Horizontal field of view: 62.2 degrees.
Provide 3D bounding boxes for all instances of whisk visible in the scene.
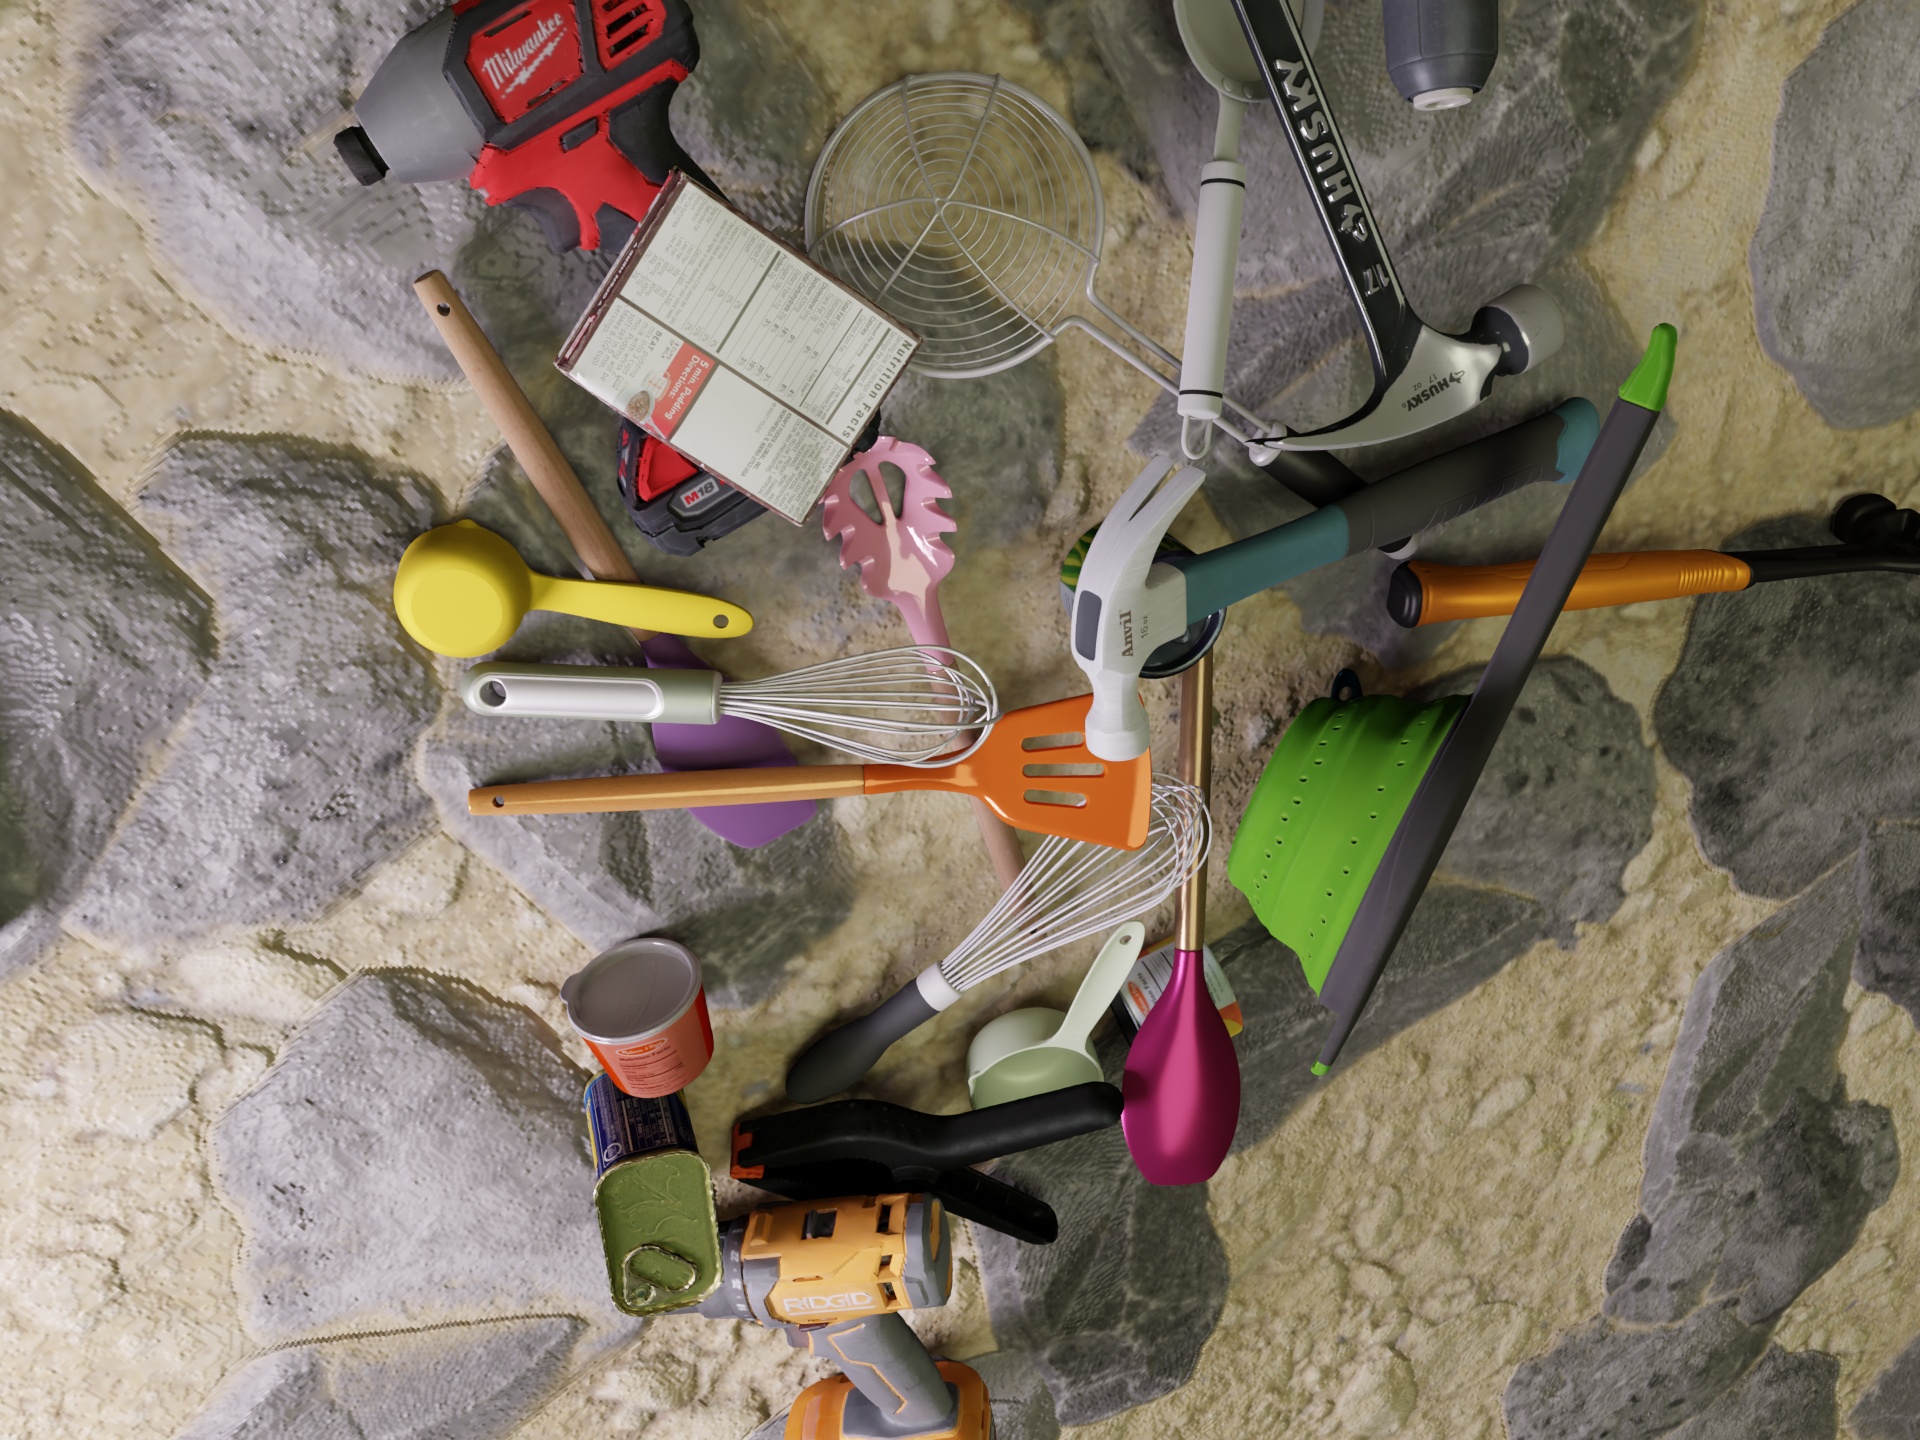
[{"bbox_3d":[0.014,0.120,0.834,0.284,0.070,0.070,-38,122,16],"label":"whisk"},{"bbox_3d":[-0.103,-0.010,0.724,0.246,0.059,0.057,2,105,-2],"label":"whisk"}]

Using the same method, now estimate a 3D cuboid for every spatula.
[{"bbox_3d":[-0.070,0.030,0.761,0.322,0.041,0.081,-3,96,-8],"label":"spatula"},{"bbox_3d":[-0.156,-0.059,0.725,0.060,0.018,0.315,-27,121,0],"label":"spatula"}]

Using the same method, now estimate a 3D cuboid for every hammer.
[{"bbox_3d":[0.192,-0.095,0.773,0.331,0.033,0.128,-23,123,-26],"label":"hammer"},{"bbox_3d":[0.395,-0.076,0.863,0.337,0.127,0.034,-5,121,-10],"label":"hammer"},{"bbox_3d":[0.111,-0.299,0.640,0.149,0.036,0.408,-32,106,-11],"label":"hammer"}]

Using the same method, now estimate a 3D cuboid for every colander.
[{"bbox_3d":[0.227,-0.017,0.793,0.094,0.204,0.397,27,113,18],"label":"colander"}]

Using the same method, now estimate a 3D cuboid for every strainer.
[{"bbox_3d":[0.112,-0.242,0.686,0.086,0.050,0.258,4,94,-34],"label":"strainer"}]

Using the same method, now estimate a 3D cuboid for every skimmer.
[{"bbox_3d":[0.092,-0.167,0.754,0.363,0.090,0.127,24,100,-38],"label":"skimmer"}]

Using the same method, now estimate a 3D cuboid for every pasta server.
[{"bbox_3d":[-0.001,-0.003,0.795,0.060,0.040,0.316,-19,121,0],"label":"pasta server"}]

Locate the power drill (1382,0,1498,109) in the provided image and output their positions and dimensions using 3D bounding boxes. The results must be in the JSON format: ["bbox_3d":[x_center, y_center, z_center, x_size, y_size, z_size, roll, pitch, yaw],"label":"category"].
[{"bbox_3d":[0.105,-0.323,0.577,0.228,0.080,0.190,-7,100,-18],"label":"power drill"}]

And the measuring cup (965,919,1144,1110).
[{"bbox_3d":[0.057,0.160,0.873,0.083,0.038,0.167,14,122,-20],"label":"measuring cup"}]

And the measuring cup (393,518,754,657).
[{"bbox_3d":[-0.170,-0.048,0.701,0.156,0.029,0.062,7,119,-9],"label":"measuring cup"}]

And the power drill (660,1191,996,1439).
[{"bbox_3d":[-0.081,0.361,0.903,0.185,0.084,0.226,-9,121,9],"label":"power drill"}]

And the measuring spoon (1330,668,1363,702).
[{"bbox_3d":[0.216,0.030,0.902,0.042,0.021,0.128,-7,108,-8],"label":"measuring spoon"}]

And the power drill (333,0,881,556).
[{"bbox_3d":[-0.137,-0.185,0.641,0.143,0.079,0.219,-31,118,-3],"label":"power drill"}]

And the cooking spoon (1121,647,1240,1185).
[{"bbox_3d":[0.122,0.096,0.845,0.068,0.017,0.319,-1,97,-12],"label":"cooking spoon"}]
